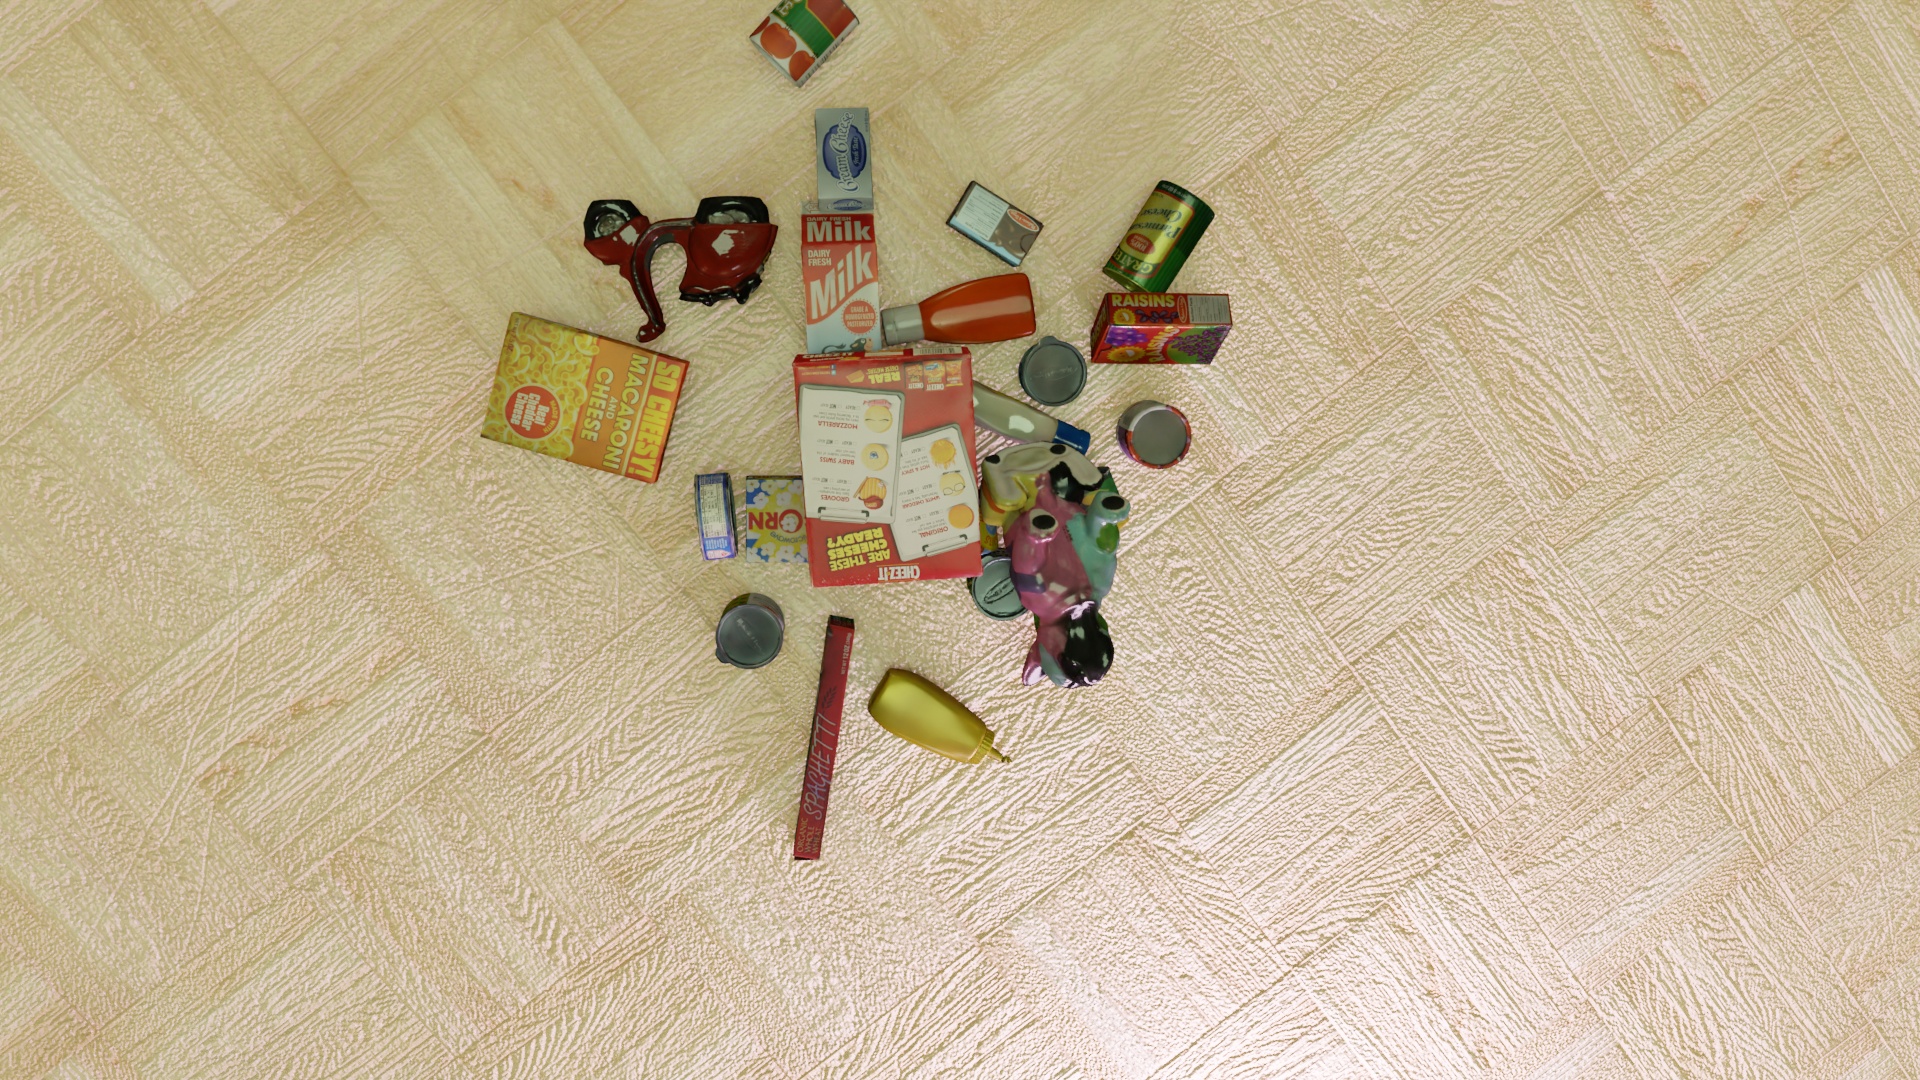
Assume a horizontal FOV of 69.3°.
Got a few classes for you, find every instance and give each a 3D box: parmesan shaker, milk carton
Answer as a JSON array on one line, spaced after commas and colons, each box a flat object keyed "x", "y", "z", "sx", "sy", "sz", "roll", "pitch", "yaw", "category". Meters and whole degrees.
[{"x": 0.193, "y": -0.295, "z": 1.368, "sx": 0.071, "sy": 0.071, "sz": 0.103, "roll": 32, "pitch": 94, "yaw": -10, "category": "parmesan shaker"}, {"x": -0.115, "y": -0.231, "z": 1.340, "sx": 0.072, "sy": 0.073, "sz": 0.190, "roll": -2, "pitch": 99, "yaw": -5, "category": "milk carton"}]

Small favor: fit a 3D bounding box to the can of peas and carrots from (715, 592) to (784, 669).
[{"x": -0.211, "y": 0.091, "z": 1.388, "sx": 0.071, "sy": 0.059, "sz": 0.070, "roll": -1, "pitch": 99, "yaw": -5, "category": "can of peas and carrots"}]

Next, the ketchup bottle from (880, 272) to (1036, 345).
[{"x": -0.003, "y": -0.222, "z": 1.369, "sx": 0.149, "sy": 0.043, "sz": 0.064, "roll": -10, "pitch": 99, "yaw": -4, "category": "ketchup bottle"}]

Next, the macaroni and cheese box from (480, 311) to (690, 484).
[{"x": -0.355, "y": -0.135, "z": 1.321, "sx": 0.166, "sy": 0.040, "sz": 0.123, "roll": 16, "pitch": 97, "yaw": -6, "category": "macaroni and cheese box"}]

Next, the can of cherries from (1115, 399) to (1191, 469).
[{"x": 0.197, "y": -0.105, "z": 1.400, "sx": 0.071, "sy": 0.058, "sz": 0.071, "roll": -1, "pitch": 99, "yaw": -5, "category": "can of cherries"}]

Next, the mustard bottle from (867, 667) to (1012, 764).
[{"x": -0.017, "y": 0.192, "z": 1.429, "sx": 0.160, "sy": 0.049, "sz": 0.065, "roll": 32, "pitch": 94, "yaw": -10, "category": "mustard bottle"}]

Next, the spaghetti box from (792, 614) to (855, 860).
[{"x": -0.140, "y": 0.202, "z": 1.417, "sx": 0.029, "sy": 0.050, "sz": 0.249, "roll": 8, "pitch": 98, "yaw": -6, "category": "spaghetti box"}]

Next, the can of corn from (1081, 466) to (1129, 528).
[{"x": 0.128, "y": -0.034, "z": 1.399, "sx": 0.071, "sy": 0.071, "sz": 0.058, "roll": -24, "pitch": 101, "yaw": -2, "category": "can of corn"}]

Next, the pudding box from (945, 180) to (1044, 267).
[{"x": 0.033, "y": -0.310, "z": 1.365, "sx": 0.084, "sy": 0.030, "sz": 0.049, "roll": 30, "pitch": 94, "yaw": -10, "category": "pudding box"}]

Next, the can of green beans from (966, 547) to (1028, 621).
[{"x": 0.041, "y": 0.043, "z": 1.407, "sx": 0.071, "sy": 0.058, "sz": 0.071, "roll": -1, "pitch": 99, "yaw": -6, "category": "can of green beans"}]

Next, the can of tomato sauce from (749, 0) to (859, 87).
[{"x": -0.148, "y": -0.479, "z": 1.301, "sx": 0.071, "sy": 0.071, "sz": 0.083, "roll": 42, "pitch": 94, "yaw": -11, "category": "can of tomato sauce"}]

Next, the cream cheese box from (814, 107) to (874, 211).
[{"x": -0.111, "y": -0.363, "z": 1.323, "sx": 0.053, "sy": 0.024, "sz": 0.104, "roll": -3, "pitch": 70, "yaw": -4, "category": "cream cheese box"}]

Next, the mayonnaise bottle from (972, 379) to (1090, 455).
[{"x": 0.057, "y": -0.119, "z": 1.384, "sx": 0.148, "sy": 0.065, "sz": 0.041, "roll": 22, "pitch": 94, "yaw": -13, "category": "mayonnaise bottle"}]

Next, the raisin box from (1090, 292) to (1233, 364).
[{"x": 0.196, "y": -0.207, "z": 1.368, "sx": 0.123, "sy": 0.086, "sz": 0.040, "roll": 0, "pitch": 72, "yaw": -6, "category": "raisin box"}]

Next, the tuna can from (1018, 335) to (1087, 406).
[{"x": 0.091, "y": -0.170, "z": 1.392, "sx": 0.071, "sy": 0.033, "sz": 0.071, "roll": -1, "pitch": 99, "yaw": -6, "category": "tuna can"}]

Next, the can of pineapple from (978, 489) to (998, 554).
[{"x": 0.005, "y": -0.017, "z": 1.389, "sx": 0.071, "sy": 0.071, "sz": 0.057, "roll": -7, "pitch": 101, "yaw": -5, "category": "can of pineapple"}]

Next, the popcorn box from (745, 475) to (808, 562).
[{"x": -0.151, "y": -0.021, "z": 1.387, "sx": 0.127, "sy": 0.038, "sz": 0.085, "roll": 0, "pitch": 99, "yaw": -6, "category": "popcorn box"}]
